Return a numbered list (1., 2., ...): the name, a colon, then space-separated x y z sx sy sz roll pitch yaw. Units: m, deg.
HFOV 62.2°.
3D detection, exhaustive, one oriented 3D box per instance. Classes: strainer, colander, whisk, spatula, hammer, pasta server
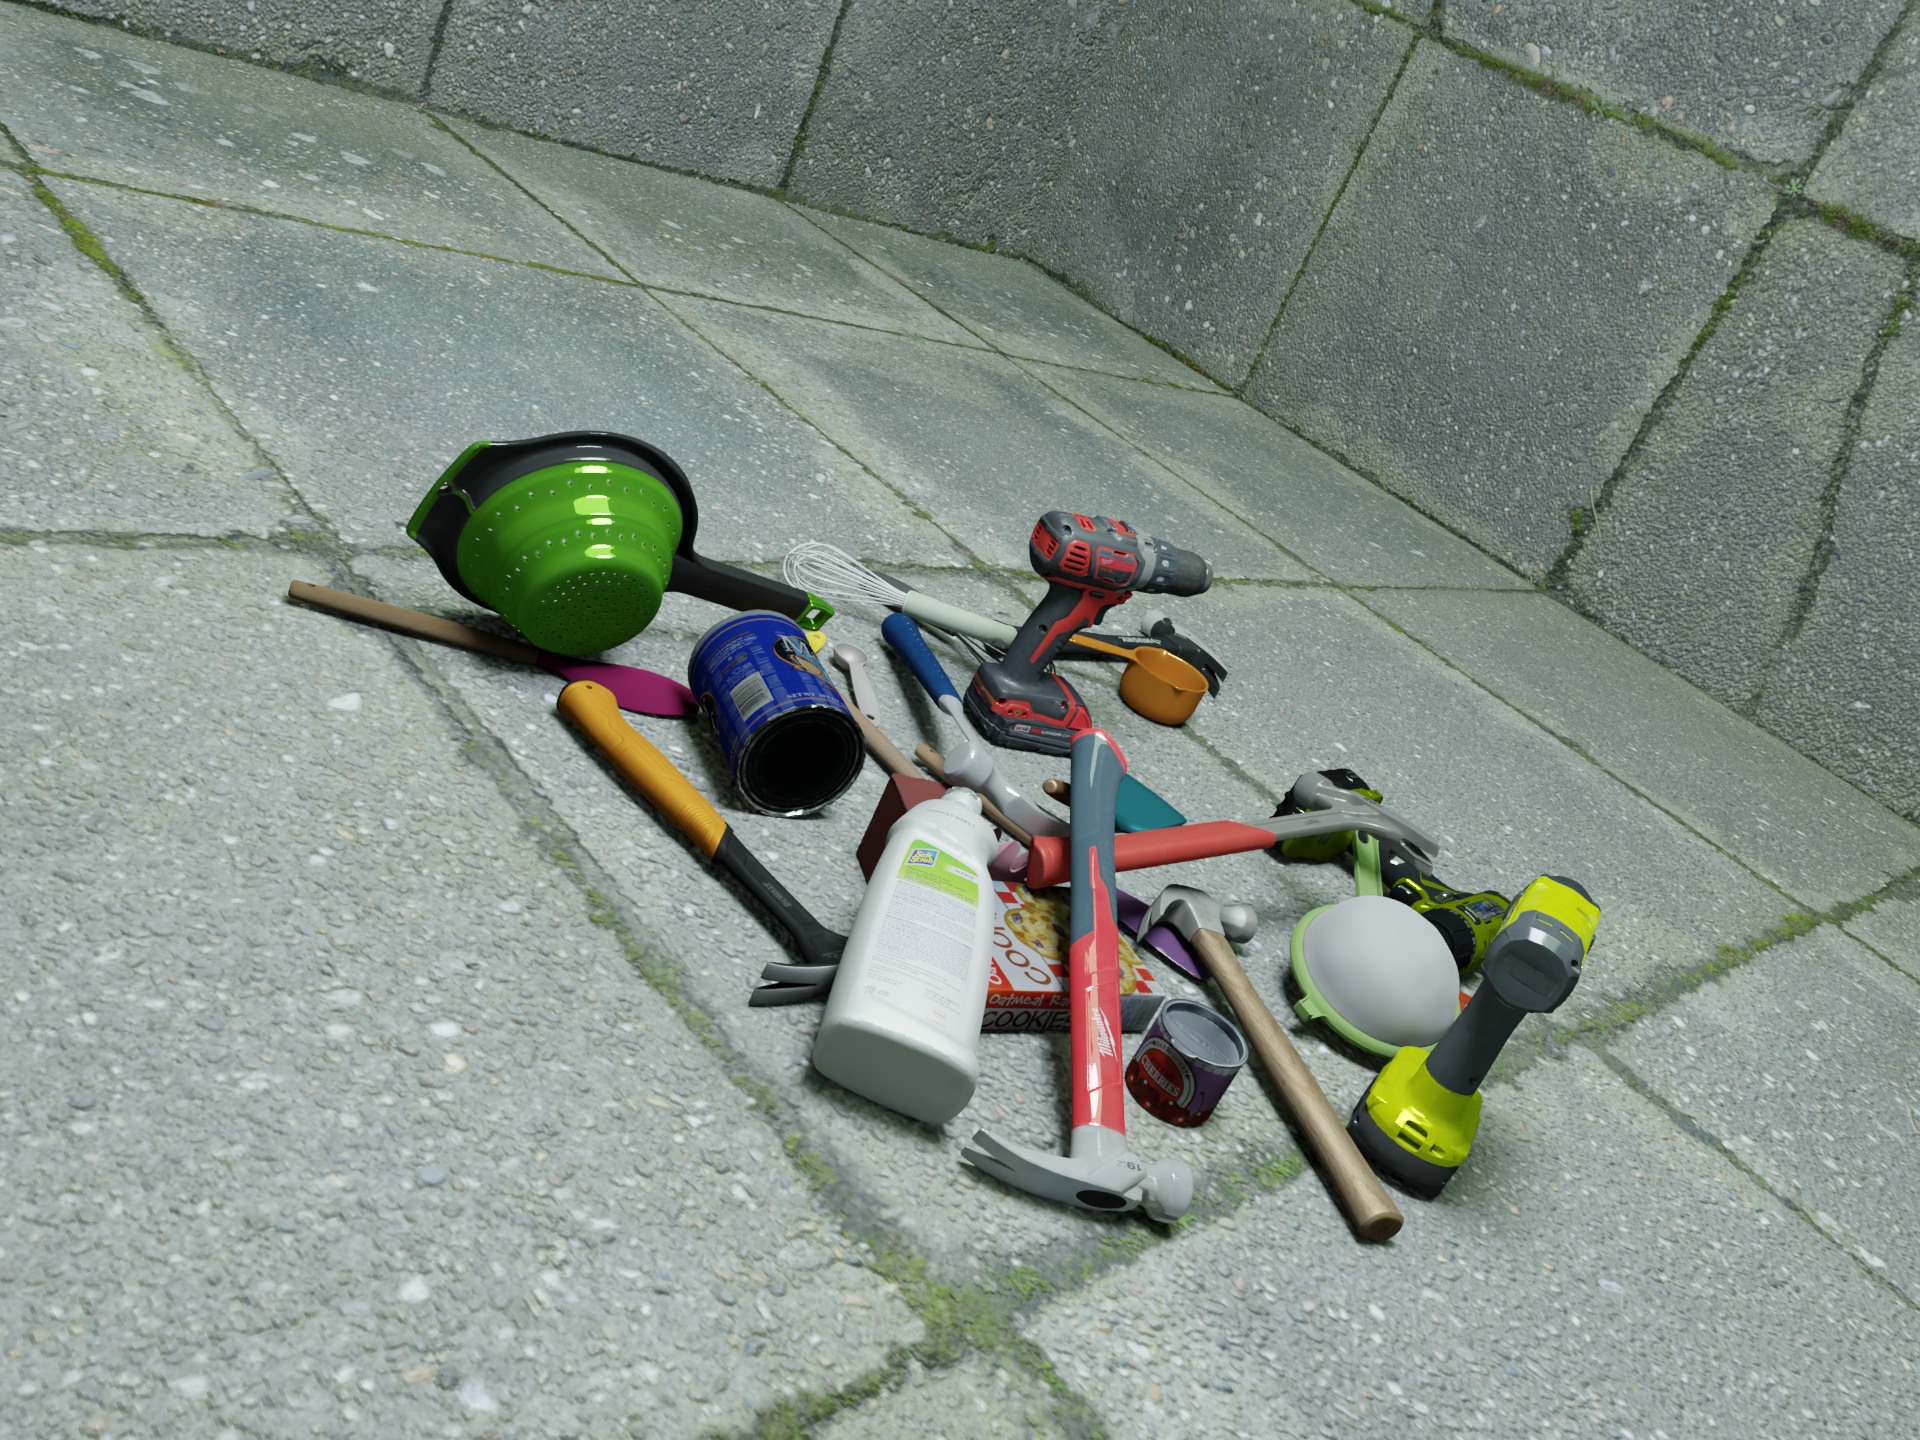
1. strainer: 0.350 0.155 1.301 0.151 0.069 0.257 19 42 -8
2. colander: -0.240 -0.102 1.282 0.396 0.204 0.095 16 41 -47
3. whisk: -0.060 -0.120 1.569 0.246 0.057 0.059 20 67 6
4. whisk: -0.005 -0.094 1.617 0.239 0.055 0.055 30 24 22
5. spatula: 0.083 0.112 1.311 0.316 0.018 0.059 36 24 21
6. spatula: 0.121 0.064 1.344 0.082 0.044 0.317 38 5 19
7. hammer: 0.156 -0.081 1.750 0.334 0.035 0.146 1 33 -43
8. hammer: 0.208 0.098 1.261 0.359 0.036 0.149 -5 25 -33
9. pasta server: -0.037 0.041 1.318 0.317 0.040 0.060 43 5 38
10. hammer: 0.226 0.236 1.163 0.130 0.031 0.332 19 26 -31
11. hammer: 0.077 0.146 1.082 0.143 0.038 0.387 19 42 -15
12. hammer: -0.002 -0.004 1.378 0.144 0.035 0.406 39 8 -27
13. hammer: -0.187 0.074 1.113 0.337 0.034 0.127 40 27 30

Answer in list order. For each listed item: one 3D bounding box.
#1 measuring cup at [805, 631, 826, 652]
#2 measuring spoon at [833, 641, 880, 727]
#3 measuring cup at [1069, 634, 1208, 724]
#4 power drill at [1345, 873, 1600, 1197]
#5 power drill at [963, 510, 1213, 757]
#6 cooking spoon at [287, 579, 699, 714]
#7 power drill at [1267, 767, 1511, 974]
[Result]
1. measuring cup: -0.151 -0.064 1.427 0.062 0.029 0.156 29 26 7
2. measuring spoon: -0.093 -0.029 1.439 0.034 0.018 0.124 13 34 -26
3. measuring cup: 0.174 -0.047 1.679 0.173 0.052 0.095 17 25 -13
4. power drill: 0.372 0.214 1.129 0.080 0.223 0.171 34 25 17
5. power drill: 0.120 -0.080 1.478 0.187 0.226 0.080 9 29 -31
6. cooking spoon: -0.354 -0.057 1.234 0.318 0.017 0.069 16 25 -21
7. power drill: 0.393 0.147 1.469 0.190 0.080 0.229 -3 40 -49
